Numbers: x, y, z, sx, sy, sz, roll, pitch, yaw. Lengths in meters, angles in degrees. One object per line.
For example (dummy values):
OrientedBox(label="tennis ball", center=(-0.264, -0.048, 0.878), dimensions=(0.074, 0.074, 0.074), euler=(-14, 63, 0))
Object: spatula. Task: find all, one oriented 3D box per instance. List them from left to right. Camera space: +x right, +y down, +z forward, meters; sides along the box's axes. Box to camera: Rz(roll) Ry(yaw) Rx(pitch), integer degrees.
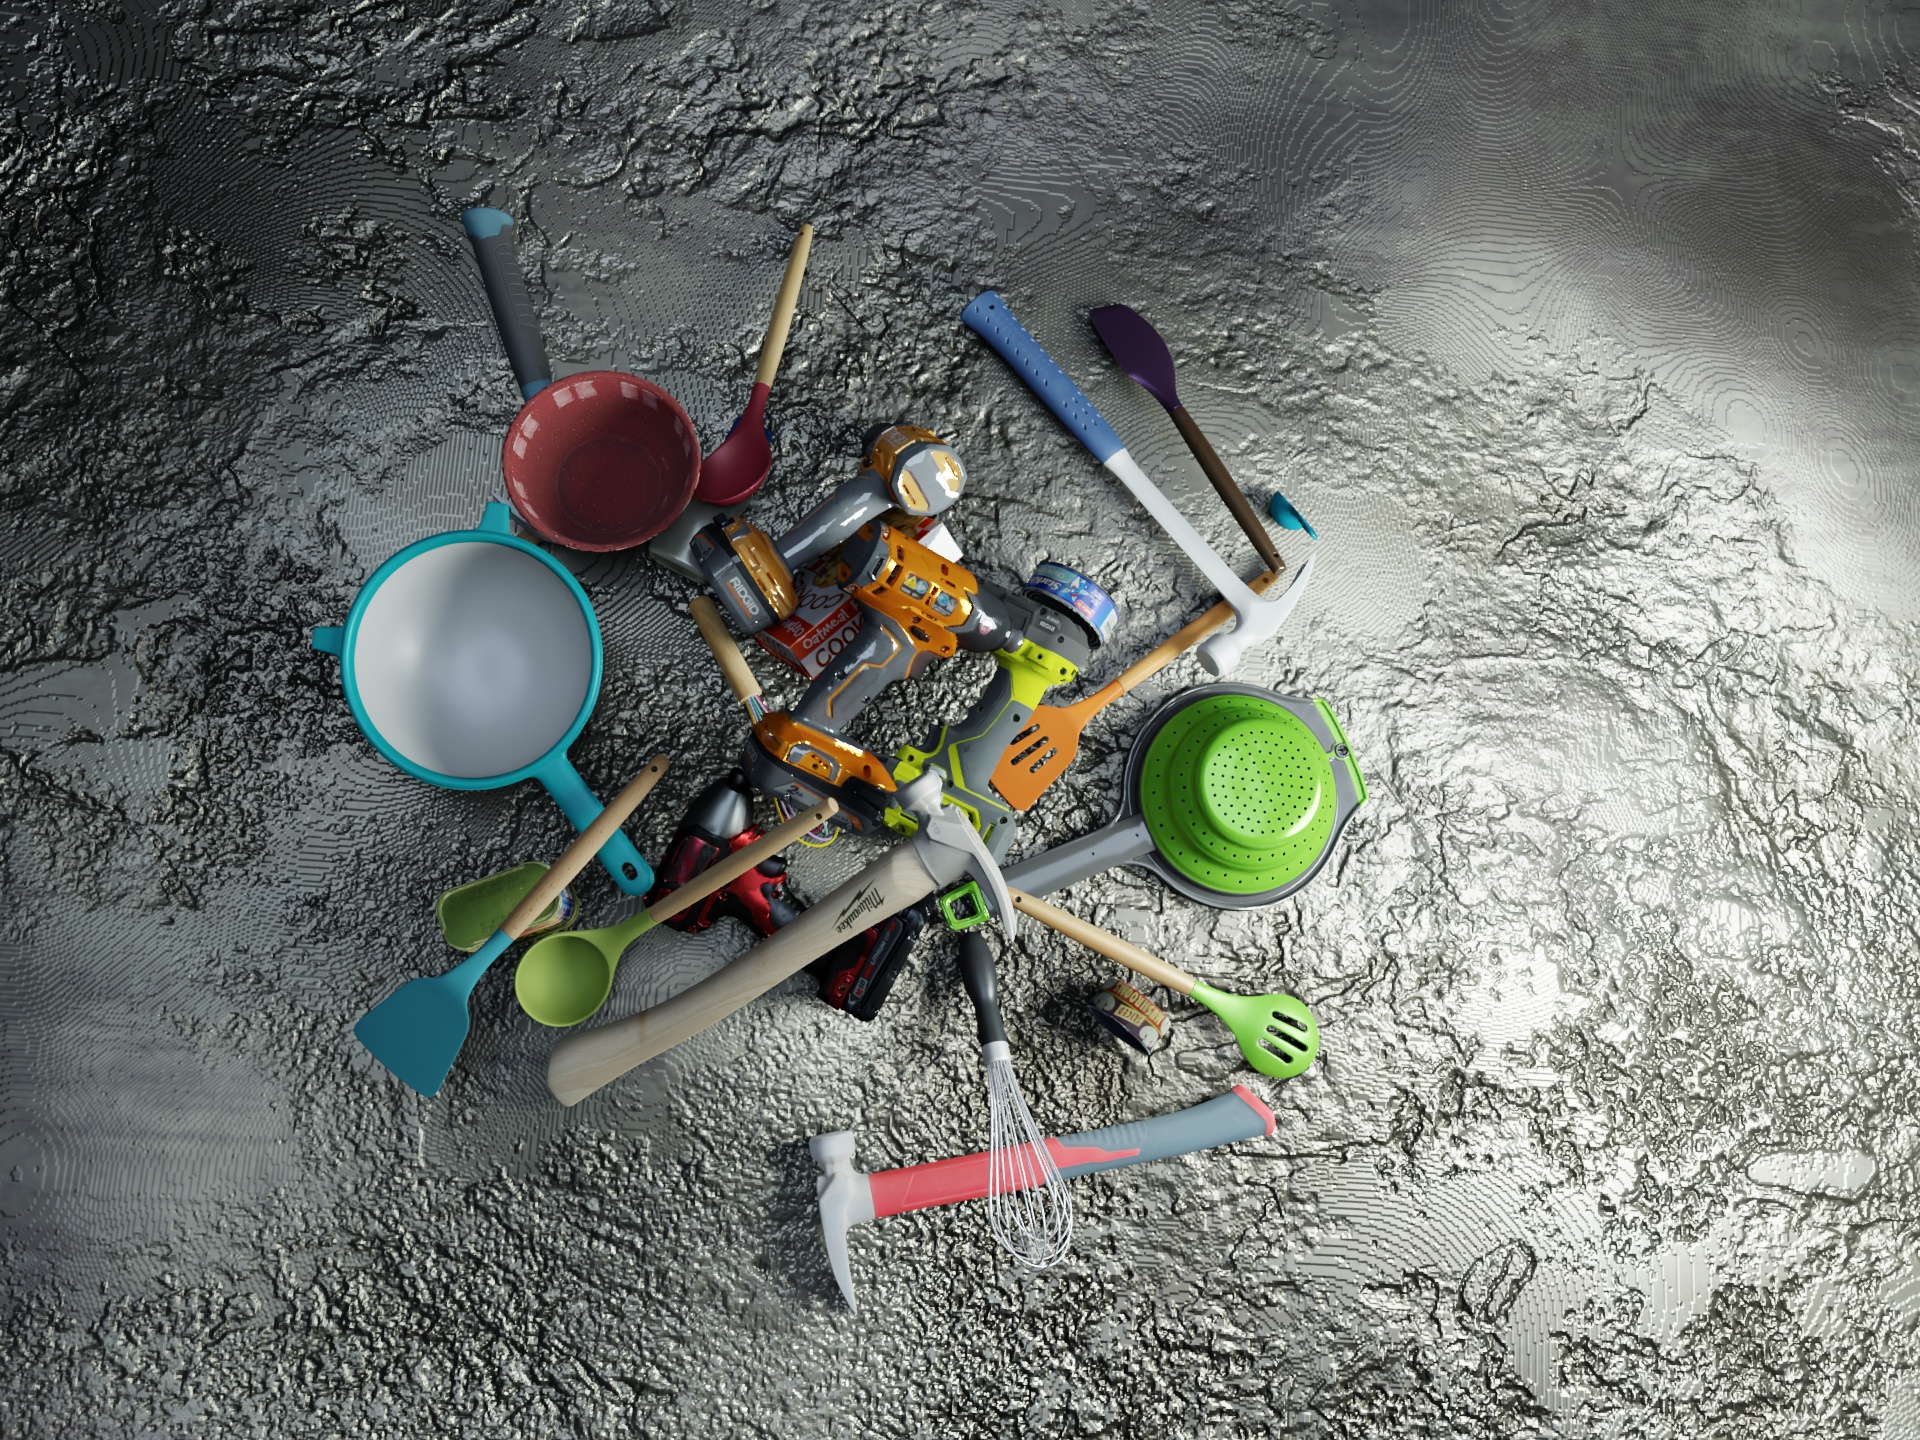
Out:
OrientedBox(label="spatula", center=(-0.338, 0.148, 1.247), dimensions=(0.082, 0.044, 0.317), euler=(40, 74, 3))
OrientedBox(label="spatula", center=(0.157, -0.042, 1.416), dimensions=(0.322, 0.041, 0.081), euler=(-35, 85, -14))
OrientedBox(label="spatula", center=(0.208, -0.258, 1.424), dimensions=(0.059, 0.018, 0.316), euler=(-17, 66, -25))

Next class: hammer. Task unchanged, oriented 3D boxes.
OrientedBox(label="hammer", center=(-0.374, -0.306, 1.396), dimensions=(0.128, 0.033, 0.331), euler=(-18, 77, -9))
OrientedBox(label="hammer", center=(-0.153, 0.204, 1.265), dimensions=(0.410, 0.038, 0.146), euler=(-32, 92, 11))
OrientedBox(label="hammer", center=(0.076, 0.381, 1.321), dimensions=(0.386, 0.038, 0.143), euler=(-9, 82, -7))
OrientedBox(label="hammer", center=(0.150, -0.232, 1.431), dimensions=(0.144, 0.035, 0.405), euler=(-38, 82, -18))

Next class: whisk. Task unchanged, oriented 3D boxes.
OrientedBox(label="whisk", center=(-0.173, 0.000, 1.367), dimensions=(0.047, 0.051, 0.245), euler=(-29, 80, -4))
OrientedBox(label="whisk", center=(0.035, 0.303, 1.294), dimensions=(0.070, 0.070, 0.285), euler=(-9, 60, -7))

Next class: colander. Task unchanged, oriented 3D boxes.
OrientedBox(label="colander", center=(0.172, 0.089, 1.355), dimensions=(0.397, 0.094, 0.204), euler=(-22, 82, -9))

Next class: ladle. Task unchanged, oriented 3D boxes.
OrientedBox(label="ladle", center=(-0.226, 0.149, 1.260), dimensions=(0.320, 0.062, 0.078), euler=(-32, 109, 20))
OrientedBox(label="ladle", center=(-0.171, -0.315, 1.402), dimensions=(0.069, 0.031, 0.316), euler=(2, 64, 20))

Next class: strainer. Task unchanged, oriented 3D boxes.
OrientedBox(label="strainer", center=(-0.358, 0.003, 1.325), dimensions=(0.211, 0.095, 0.340), euler=(-37, 91, -2))

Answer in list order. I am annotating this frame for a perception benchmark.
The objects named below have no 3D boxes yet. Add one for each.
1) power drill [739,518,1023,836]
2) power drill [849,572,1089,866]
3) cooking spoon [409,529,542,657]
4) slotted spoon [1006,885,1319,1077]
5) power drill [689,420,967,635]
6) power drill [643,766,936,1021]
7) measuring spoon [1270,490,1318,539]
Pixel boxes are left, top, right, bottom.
OrientedBox(label="power drill", center=(-0.059, -0.027, 1.270), dimensions=(0.164, 0.084, 0.226), euler=(27, 98, -25))
OrientedBox(label="power drill", center=(-0.002, -0.004, 1.351), dimensions=(0.171, 0.080, 0.223), euler=(26, 88, 15))
OrientedBox(label="cooking spoon", center=(-0.374, -0.161, 1.388), dimensions=(0.319, 0.017, 0.069), euler=(-37, 94, -10))
OrientedBox(label="slotted spoon", center=(0.172, 0.216, 1.345), dimensions=(0.313, 0.031, 0.070), euler=(28, 81, -7))
OrientedBox(label="power drill", center=(-0.115, -0.178, 1.349), dimensions=(0.226, 0.185, 0.084), euler=(-33, 115, -2))
OrientedBox(label="power drill", center=(-0.138, 0.141, 1.310), dimensions=(0.219, 0.078, 0.143), euler=(28, 100, 2))
OrientedBox(label="measuring spoon", center=(0.294, -0.173, 1.407), dimensions=(0.021, 0.129, 0.042), euler=(-42, 103, 15))
